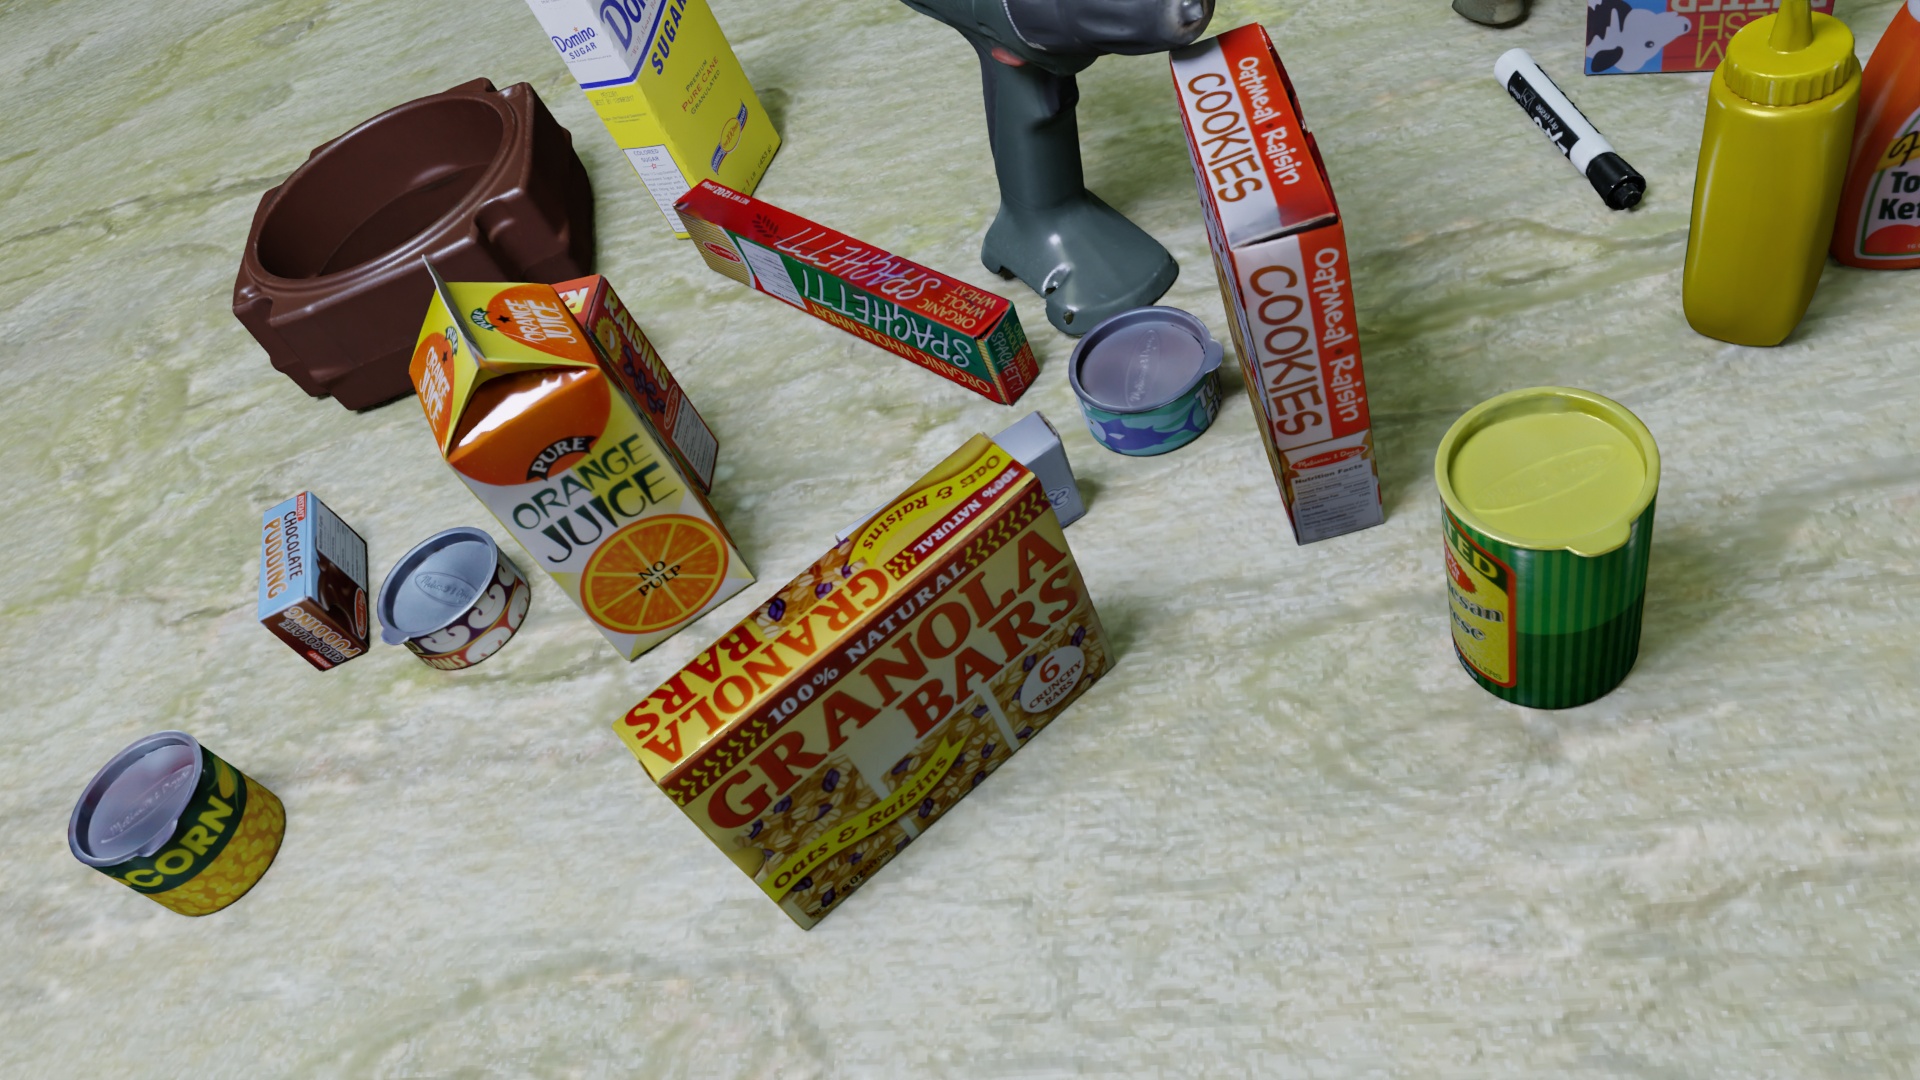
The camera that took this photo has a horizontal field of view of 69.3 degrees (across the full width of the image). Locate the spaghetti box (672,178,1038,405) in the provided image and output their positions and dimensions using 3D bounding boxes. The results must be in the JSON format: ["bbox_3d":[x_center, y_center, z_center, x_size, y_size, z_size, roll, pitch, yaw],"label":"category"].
[{"bbox_3d":[-0.061,-0.135,0.733,0.250,0.050,0.029,29,68,37],"label":"spaghetti box"}]

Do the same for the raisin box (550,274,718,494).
[{"bbox_3d":[-0.185,-0.066,0.679,0.086,0.123,0.040,-8,51,16],"label":"raisin box"}]

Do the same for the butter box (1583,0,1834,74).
[{"bbox_3d":[0.352,-0.249,0.656,0.103,0.053,0.024,7,57,27],"label":"butter box"}]

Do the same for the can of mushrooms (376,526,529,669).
[{"bbox_3d":[-0.252,0.030,0.688,0.071,0.033,0.071,-11,50,14],"label":"can of mushrooms"}]

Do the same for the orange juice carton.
[{"bbox_3d":[-0.170,-0.038,0.604,0.073,0.192,0.072,-33,48,-5],"label":"orange juice carton"}]

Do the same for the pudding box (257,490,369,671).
[{"bbox_3d":[-0.334,0.020,0.719,0.030,0.049,0.084,-26,48,1],"label":"pudding box"}]

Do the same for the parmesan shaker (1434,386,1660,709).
[{"bbox_3d":[0.201,0.008,0.476,0.071,0.102,0.072,-11,50,14],"label":"parmesan shaker"}]

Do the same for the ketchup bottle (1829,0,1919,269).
[{"bbox_3d":[0.369,-0.170,0.521,0.064,0.148,0.044,-6,51,18],"label":"ketchup bottle"}]

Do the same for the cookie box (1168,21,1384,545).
[{"bbox_3d":[0.126,-0.098,0.548,0.040,0.166,0.123,-15,49,11],"label":"cookie box"}]

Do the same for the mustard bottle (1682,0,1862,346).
[{"bbox_3d":[0.304,-0.145,0.520,0.049,0.159,0.065,17,62,32],"label":"mustard bottle"}]

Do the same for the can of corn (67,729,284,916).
[{"bbox_3d":[-0.354,0.131,0.632,0.071,0.058,0.071,-11,50,14],"label":"can of corn"}]

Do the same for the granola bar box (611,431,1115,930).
[{"bbox_3d":[-0.026,0.056,0.516,0.166,0.123,0.039,-39,49,-11],"label":"granola bar box"}]

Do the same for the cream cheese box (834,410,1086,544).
[{"bbox_3d":[0.002,-0.008,0.602,0.104,0.053,0.024,-32,48,-4],"label":"cream cheese box"}]

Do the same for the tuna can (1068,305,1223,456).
[{"bbox_3d":[0.087,-0.073,0.634,0.071,0.032,0.071,-11,50,14],"label":"tuna can"}]
